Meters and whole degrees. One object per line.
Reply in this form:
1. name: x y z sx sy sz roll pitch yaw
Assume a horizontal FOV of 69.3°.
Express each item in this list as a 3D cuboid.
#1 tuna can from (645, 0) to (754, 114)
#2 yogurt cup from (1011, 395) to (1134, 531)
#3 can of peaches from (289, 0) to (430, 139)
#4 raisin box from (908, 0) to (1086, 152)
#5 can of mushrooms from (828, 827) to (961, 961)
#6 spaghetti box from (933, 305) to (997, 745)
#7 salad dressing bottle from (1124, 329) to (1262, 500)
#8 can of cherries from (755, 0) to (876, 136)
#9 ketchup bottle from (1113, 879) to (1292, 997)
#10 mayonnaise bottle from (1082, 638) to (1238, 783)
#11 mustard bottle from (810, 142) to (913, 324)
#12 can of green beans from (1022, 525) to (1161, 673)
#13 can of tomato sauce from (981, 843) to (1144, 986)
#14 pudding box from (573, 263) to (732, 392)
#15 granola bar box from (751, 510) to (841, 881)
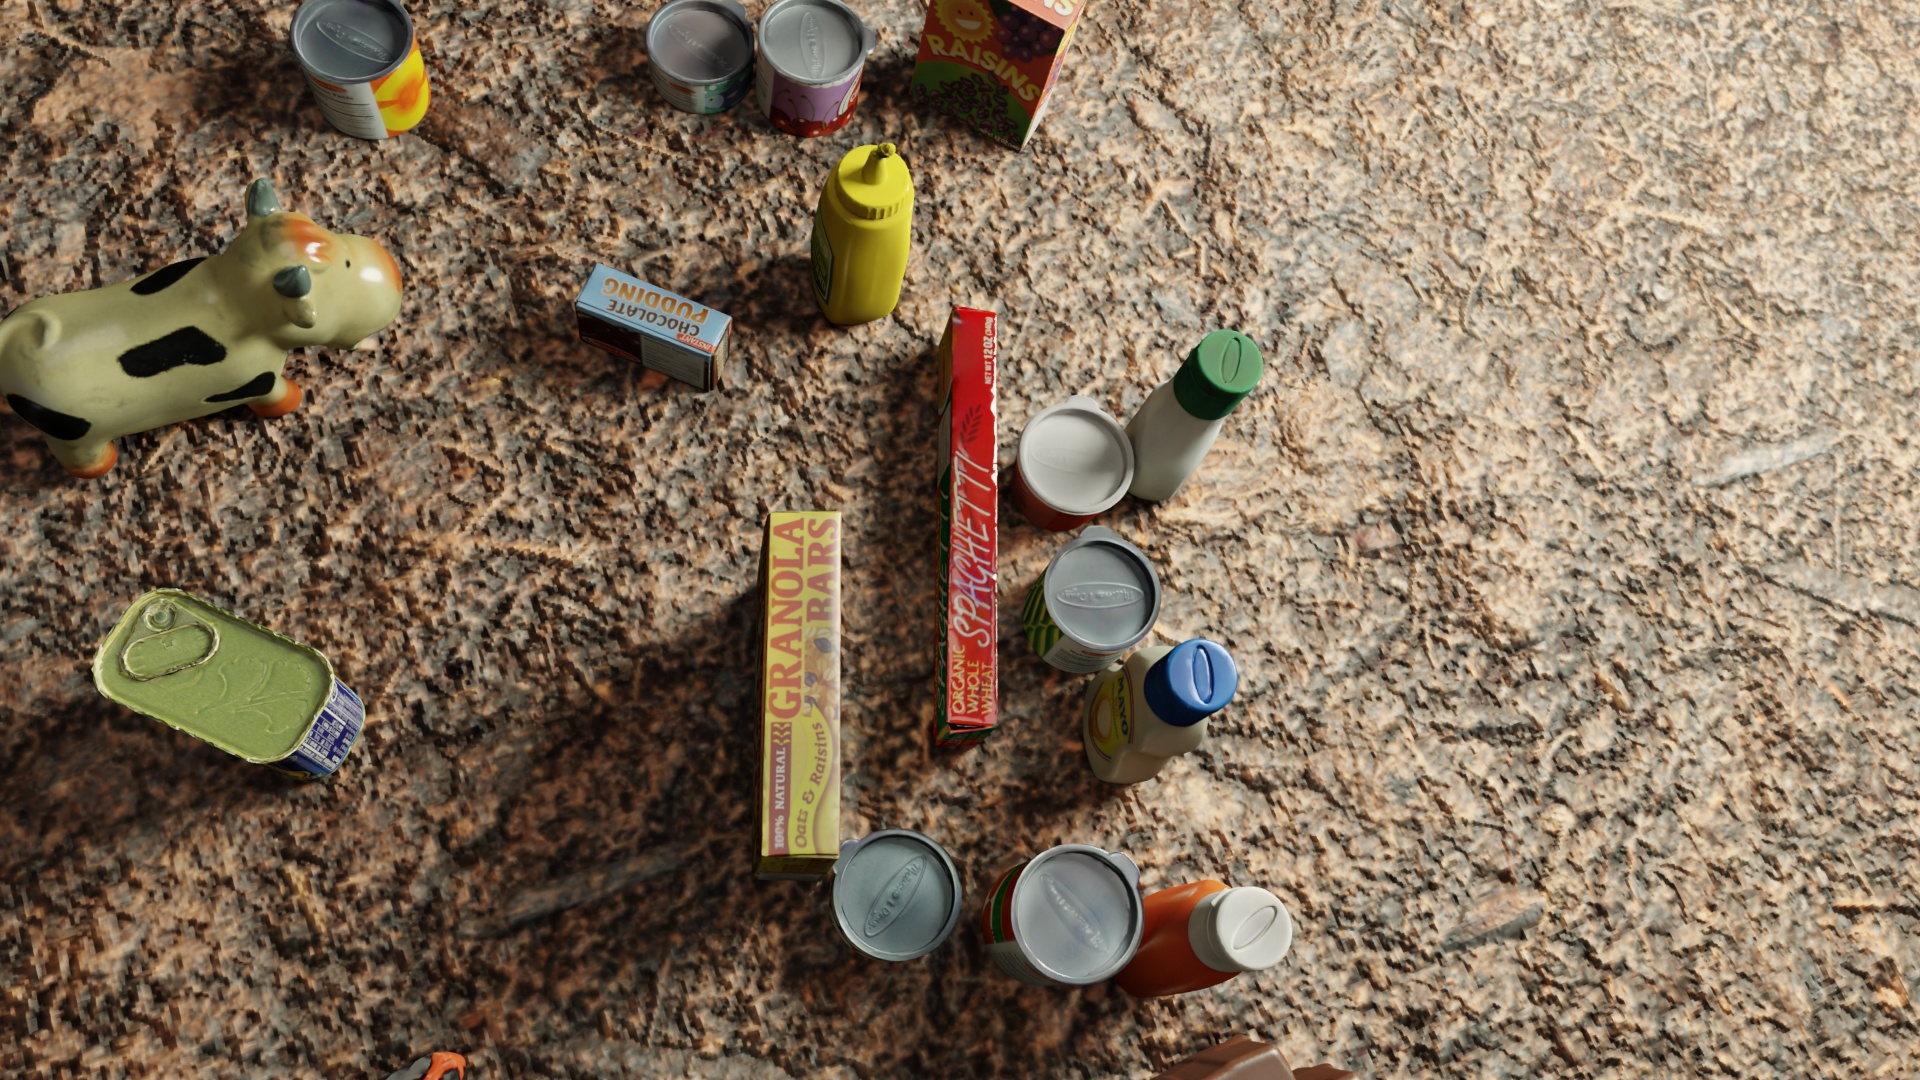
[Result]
1. tuna can: -0.161 -0.304 0.868 0.071 0.032 0.071 3 71 -9
2. yogurt cup: 0.061 -0.039 0.805 0.072 0.053 0.072 3 71 -9
3. can of peaches: -0.347 -0.279 0.811 0.071 0.058 0.071 3 71 -9
4. raisin box: 0.021 -0.305 0.853 0.086 0.123 0.040 28 69 0
5. can of mushrooms: -0.036 0.183 0.721 0.071 0.033 0.071 3 71 -9
6. spaghetti box: 0.003 -0.010 0.786 0.029 0.050 0.251 4 71 -9
7. salad dressing bottle: 0.125 -0.069 0.777 0.044 0.147 0.064 18 69 -4
8. can of cherries: -0.091 -0.294 0.863 0.071 0.058 0.071 3 71 -9
9. ketchup bottle: 0.117 0.194 0.683 0.065 0.148 0.043 -38 82 -19
10. mayonnaise bottle: 0.101 0.085 0.719 0.041 0.147 0.065 1 72 -10
11. mustard bottle: -0.054 -0.178 0.775 0.049 0.159 0.065 -11 74 -14
12. can of green beans: 0.072 0.037 0.779 0.071 0.057 0.071 3 71 -9
13. can of tomato sauce: 0.051 0.191 0.708 0.071 0.082 0.071 3 71 -9
14. pudding box: -0.175 -0.121 0.792 0.084 0.049 0.030 21 69 -3
15. granola bar box: -0.084 0.082 0.698 0.039 0.123 0.166 2 71 -10
